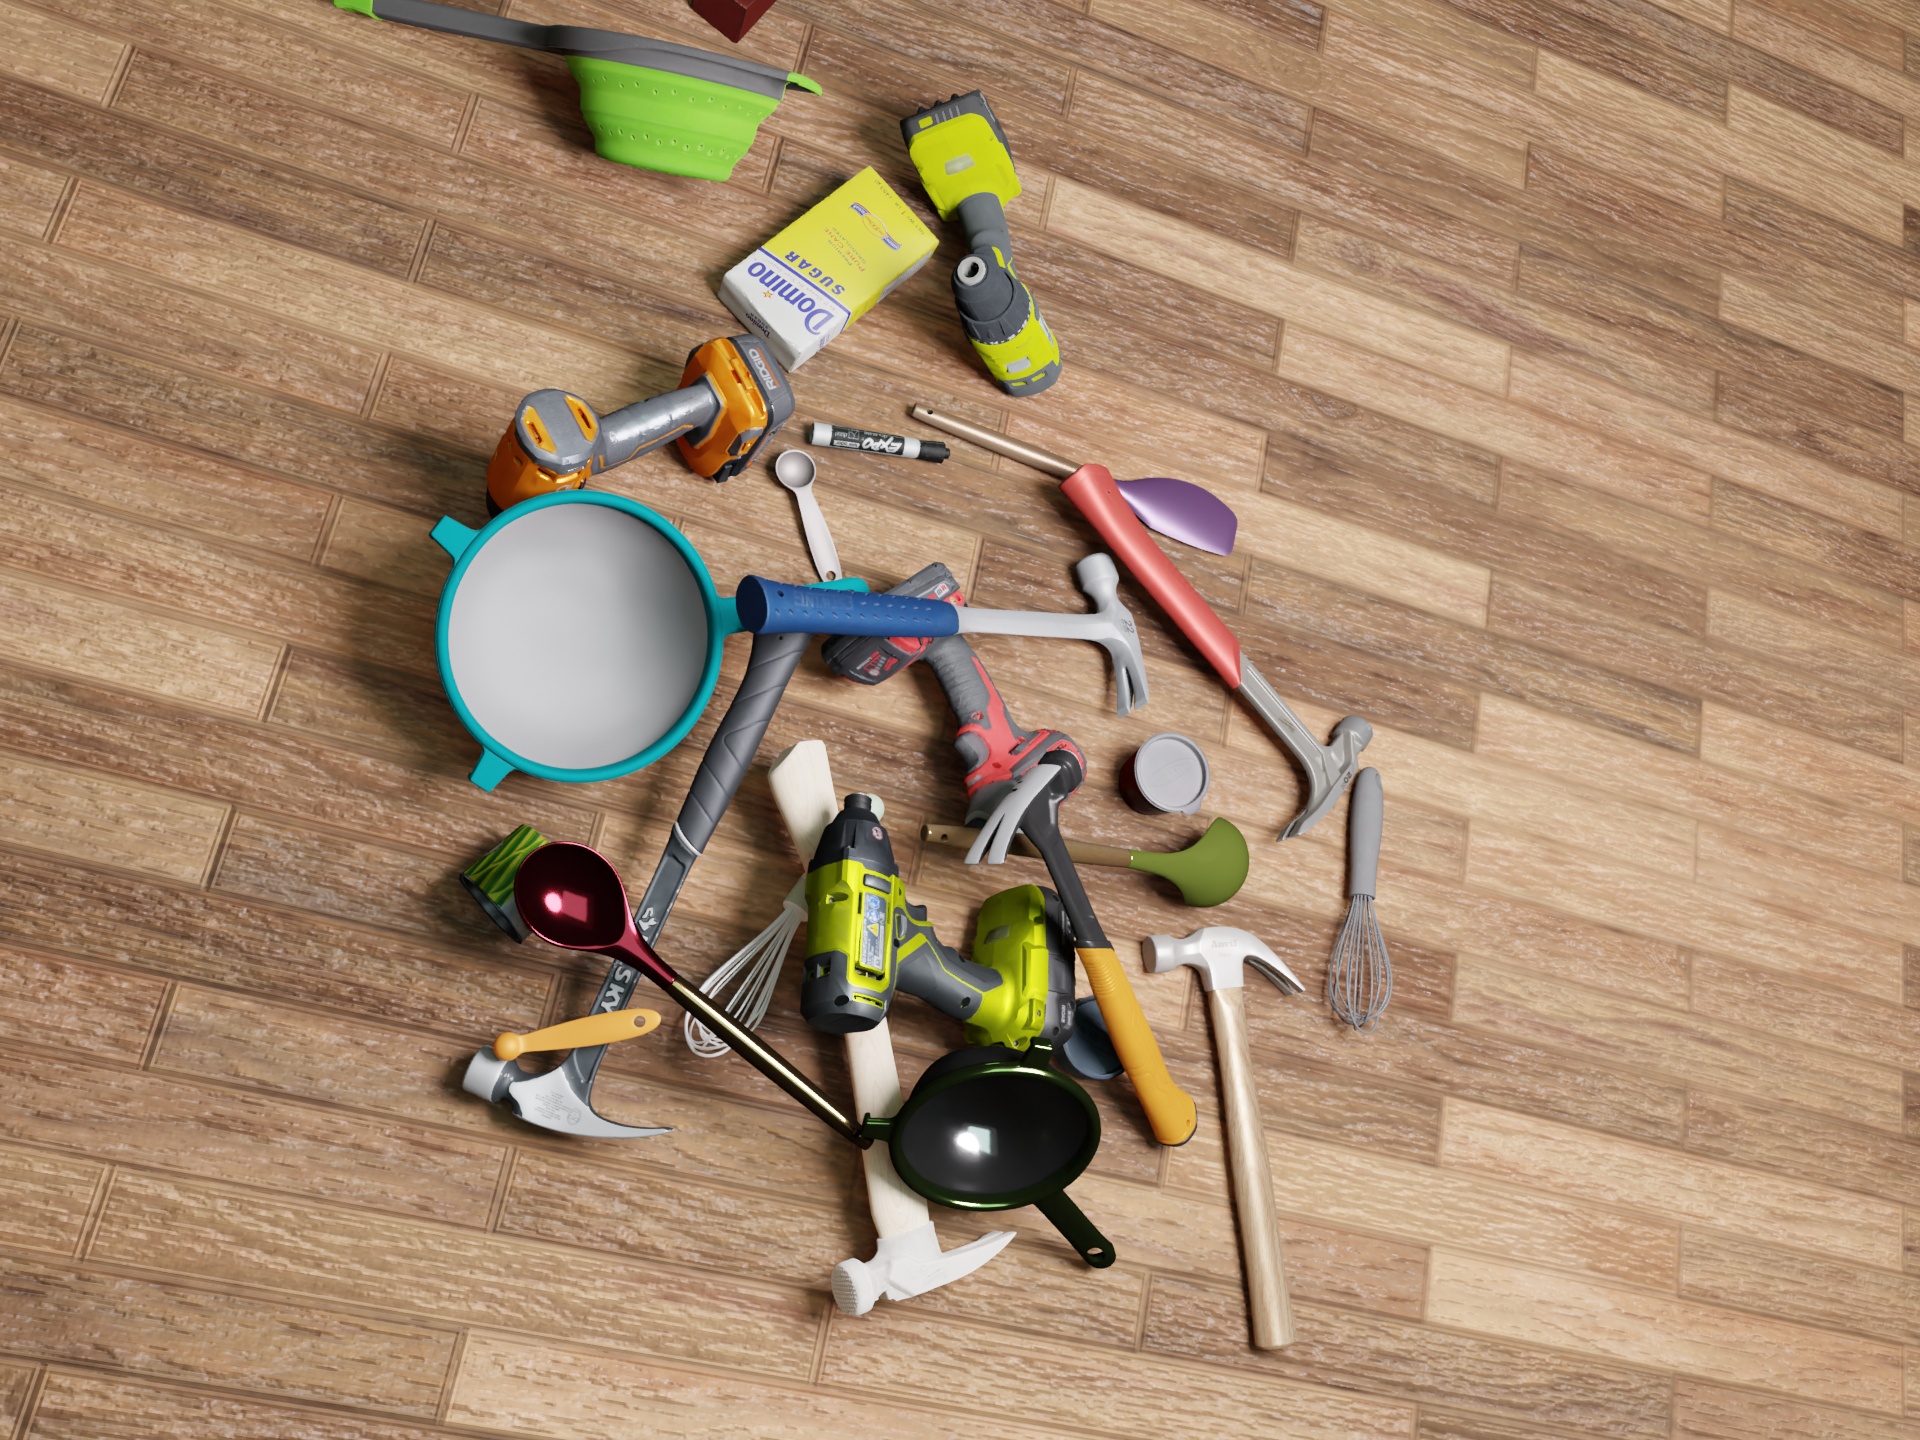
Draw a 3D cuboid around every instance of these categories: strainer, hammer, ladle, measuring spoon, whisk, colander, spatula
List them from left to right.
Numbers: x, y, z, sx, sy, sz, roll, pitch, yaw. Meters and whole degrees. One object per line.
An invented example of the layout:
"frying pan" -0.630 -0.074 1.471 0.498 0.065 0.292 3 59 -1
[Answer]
"colander" -0.317 -0.512 1.298 0.397 0.204 0.094 12 107 1
"measuring spoon" -0.267 0.217 1.104 0.117 0.011 0.021 -10 79 -5
"strainer" -0.236 -0.075 1.210 0.340 0.095 0.211 -12 101 -31
"hammer" -0.202 0.106 1.154 0.149 0.036 0.409 23 79 4
"ladle" -0.180 0.197 1.106 0.315 0.031 0.069 42 76 -8
"whisk" -0.130 0.151 1.212 0.246 0.058 0.059 -55 131 -26
"measuring spoon" -0.124 -0.163 1.316 0.034 0.018 0.124 -18 89 -22
"hammer" -0.066 0.215 1.190 0.146 0.038 0.411 -8 82 -35
"hammer" 0.003 -0.073 1.223 0.405 0.035 0.144 0 66 -45
"strainer" 0.048 0.315 1.173 0.151 0.069 0.256 -27 124 12
"spatula" 0.105 -0.219 1.401 0.315 0.018 0.060 18 70 -14
"ladle" 0.102 0.101 1.249 0.320 0.062 0.078 10 104 -31
"hammer" 0.106 0.193 1.196 0.127 0.034 0.336 -48 122 -43
"hammer" 0.206 -0.069 1.358 0.359 0.036 0.149 48 56 -7
"hammer" 0.233 0.333 1.290 0.130 0.031 0.331 -3 77 -19
"whisk" 0.349 0.152 1.371 0.055 0.055 0.239 15 67 -14

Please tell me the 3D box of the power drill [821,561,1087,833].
"power drill" -0.002 -0.004 1.258 0.219 0.078 0.143 53 42 -1

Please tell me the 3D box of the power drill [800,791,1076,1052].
"power drill" -0.017 0.159 1.176 0.223 0.080 0.171 25 55 -37

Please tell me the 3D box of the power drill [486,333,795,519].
"power drill" -0.256 -0.210 1.219 0.226 0.164 0.084 -26 85 -35

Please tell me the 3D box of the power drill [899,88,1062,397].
"power drill" 0.017 -0.405 1.338 0.080 0.190 0.229 -17 74 13
